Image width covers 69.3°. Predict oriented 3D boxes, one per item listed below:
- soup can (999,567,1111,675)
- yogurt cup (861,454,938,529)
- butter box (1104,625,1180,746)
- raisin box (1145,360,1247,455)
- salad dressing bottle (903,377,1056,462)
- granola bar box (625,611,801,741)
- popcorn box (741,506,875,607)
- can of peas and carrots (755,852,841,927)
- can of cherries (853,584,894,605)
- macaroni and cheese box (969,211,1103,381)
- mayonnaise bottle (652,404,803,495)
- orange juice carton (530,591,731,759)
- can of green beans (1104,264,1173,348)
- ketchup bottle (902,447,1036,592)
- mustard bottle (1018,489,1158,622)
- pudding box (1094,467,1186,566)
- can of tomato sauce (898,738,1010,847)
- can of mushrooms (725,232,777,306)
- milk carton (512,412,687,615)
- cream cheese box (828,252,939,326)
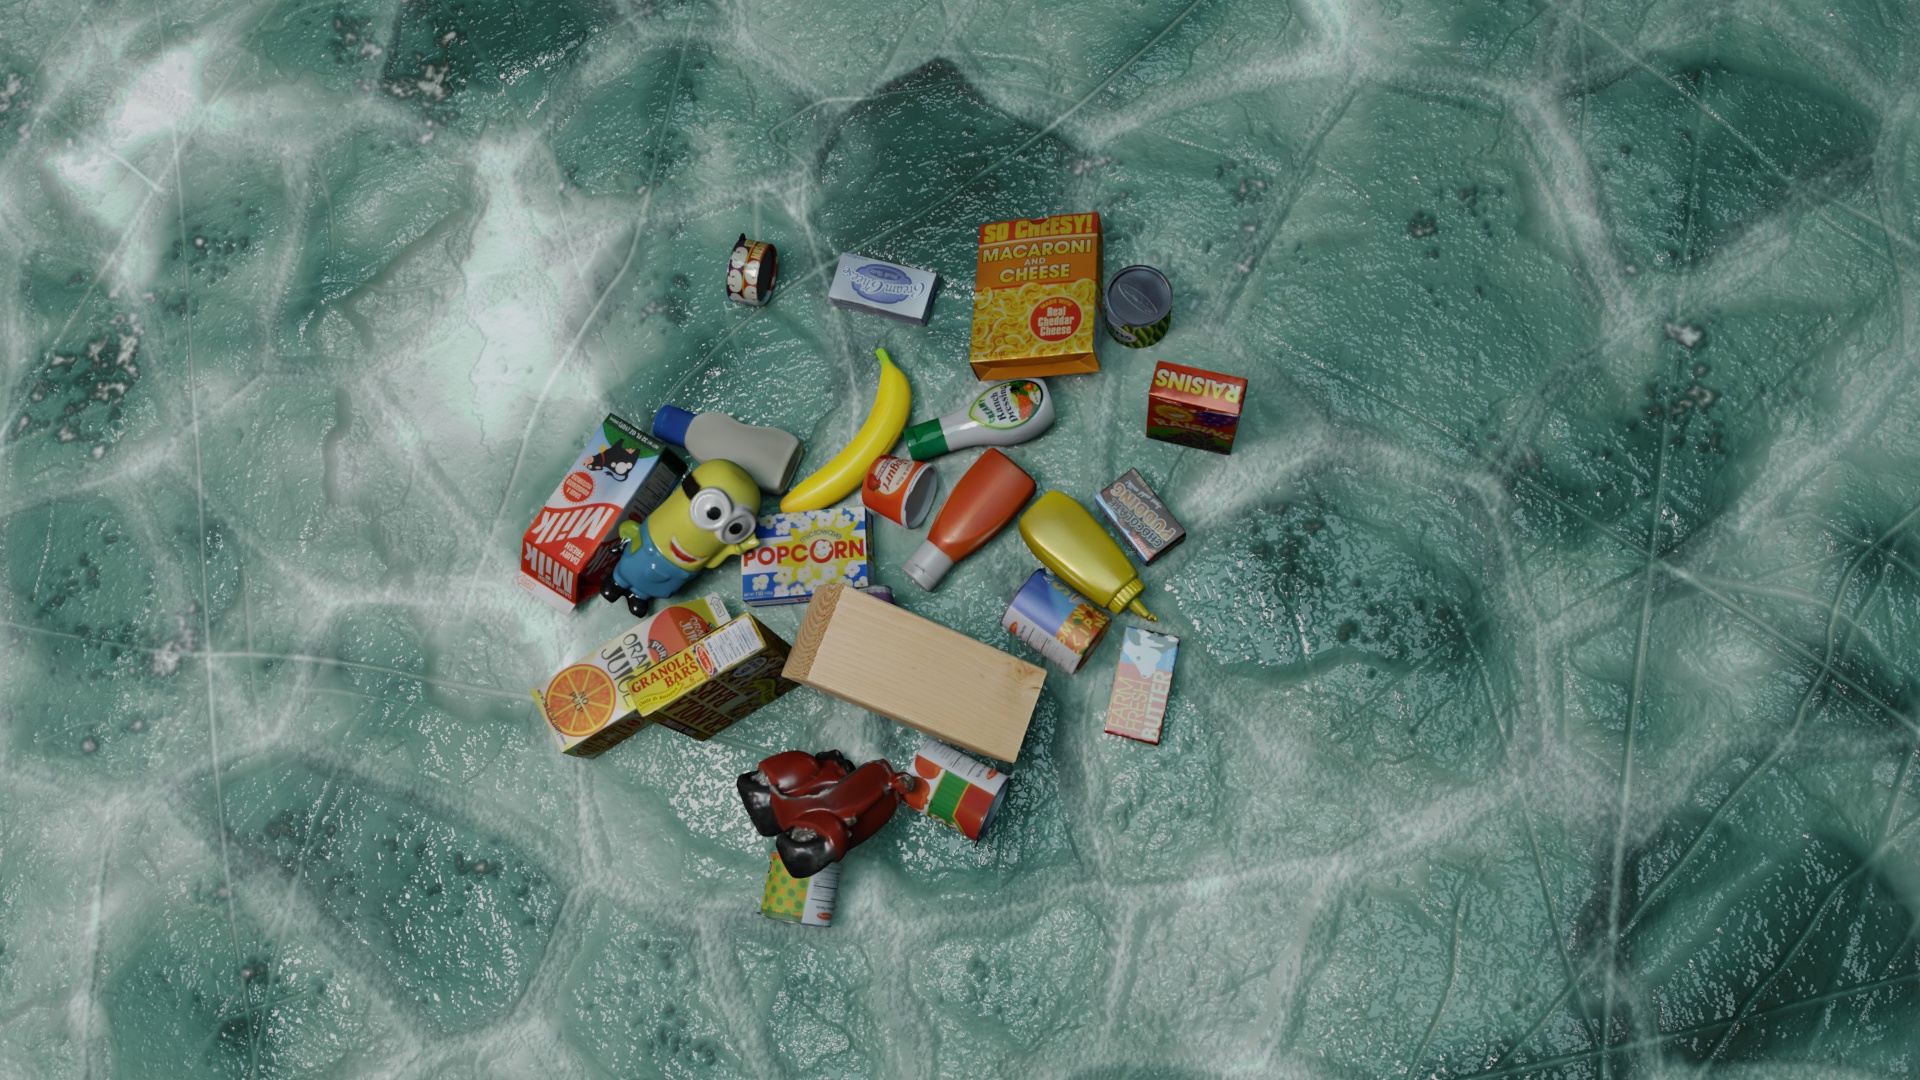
[{"bbox_3d":[0.091,0.074,1.300,0.084,0.071,0.071,35,82,13],"label":"soup can"},{"bbox_3d":[-0.060,-0.050,1.351,0.054,0.072,0.072,20,79,19],"label":"yogurt cup"},{"bbox_3d":[0.170,0.136,1.296,0.053,0.024,0.103,11,77,10],"label":"butter box"},{"bbox_3d":[0.220,-0.123,1.306,0.086,0.123,0.040,14,78,9],"label":"raisin box"},{"bbox_3d":[0.018,-0.115,1.367,0.148,0.044,0.064,-19,64,1],"label":"salad dressing bottle"},{"bbox_3d":[-0.217,0.127,1.269,0.124,0.165,0.039,-30,72,-2],"label":"granola bar box"},{"bbox_3d":[-0.149,0.016,1.355,0.127,0.038,0.085,-5,73,5],"label":"popcorn box"},{"bbox_3d":[-0.147,0.317,1.263,0.071,0.071,0.059,8,76,8],"label":"can of peas and carrots"},{"bbox_3d":[-0.093,0.079,1.316,0.071,0.071,0.058,-13,75,3],"label":"can of cherries"},{"bbox_3d":[0.077,-0.242,1.372,0.124,0.040,0.167,-3,65,15],"label":"macaroni and cheese box"},{"bbox_3d":[-0.235,-0.097,1.394,0.148,0.041,0.065,20,77,12],"label":"mayonnaise bottle"},{"bbox_3d":[-0.300,0.127,1.325,0.193,0.073,0.072,-31,74,-3],"label":"orange juice carton"},{"bbox_3d":[0.176,-0.230,1.373,0.071,0.057,0.071,-1,76,6],"label":"can of green beans"},{"bbox_3d":[0.005,-0.017,1.344,0.065,0.043,0.149,40,83,15],"label":"ketchup bottle"},{"bbox_3d":[0.126,0.024,1.317,0.065,0.048,0.160,-42,75,-9],"label":"mustard bottle"},{"bbox_3d":[0.172,-0.022,1.334,0.050,0.030,0.084,-36,74,-2],"label":"pudding box"},{"bbox_3d":[-0.007,0.230,1.270,0.083,0.071,0.071,25,80,13],"label":"can of tomato sauce"},{"bbox_3d":[-0.213,-0.277,1.423,0.033,0.071,0.071,13,78,8],"label":"can of mushrooms"},{"bbox_3d":[-0.360,-0.022,1.371,0.072,0.073,0.191,30,81,13],"label":"milk carton"},{"bbox_3d":[-0.079,-0.258,1.426,0.104,0.024,0.053,14,79,10],"label":"cream cheese box"}]
